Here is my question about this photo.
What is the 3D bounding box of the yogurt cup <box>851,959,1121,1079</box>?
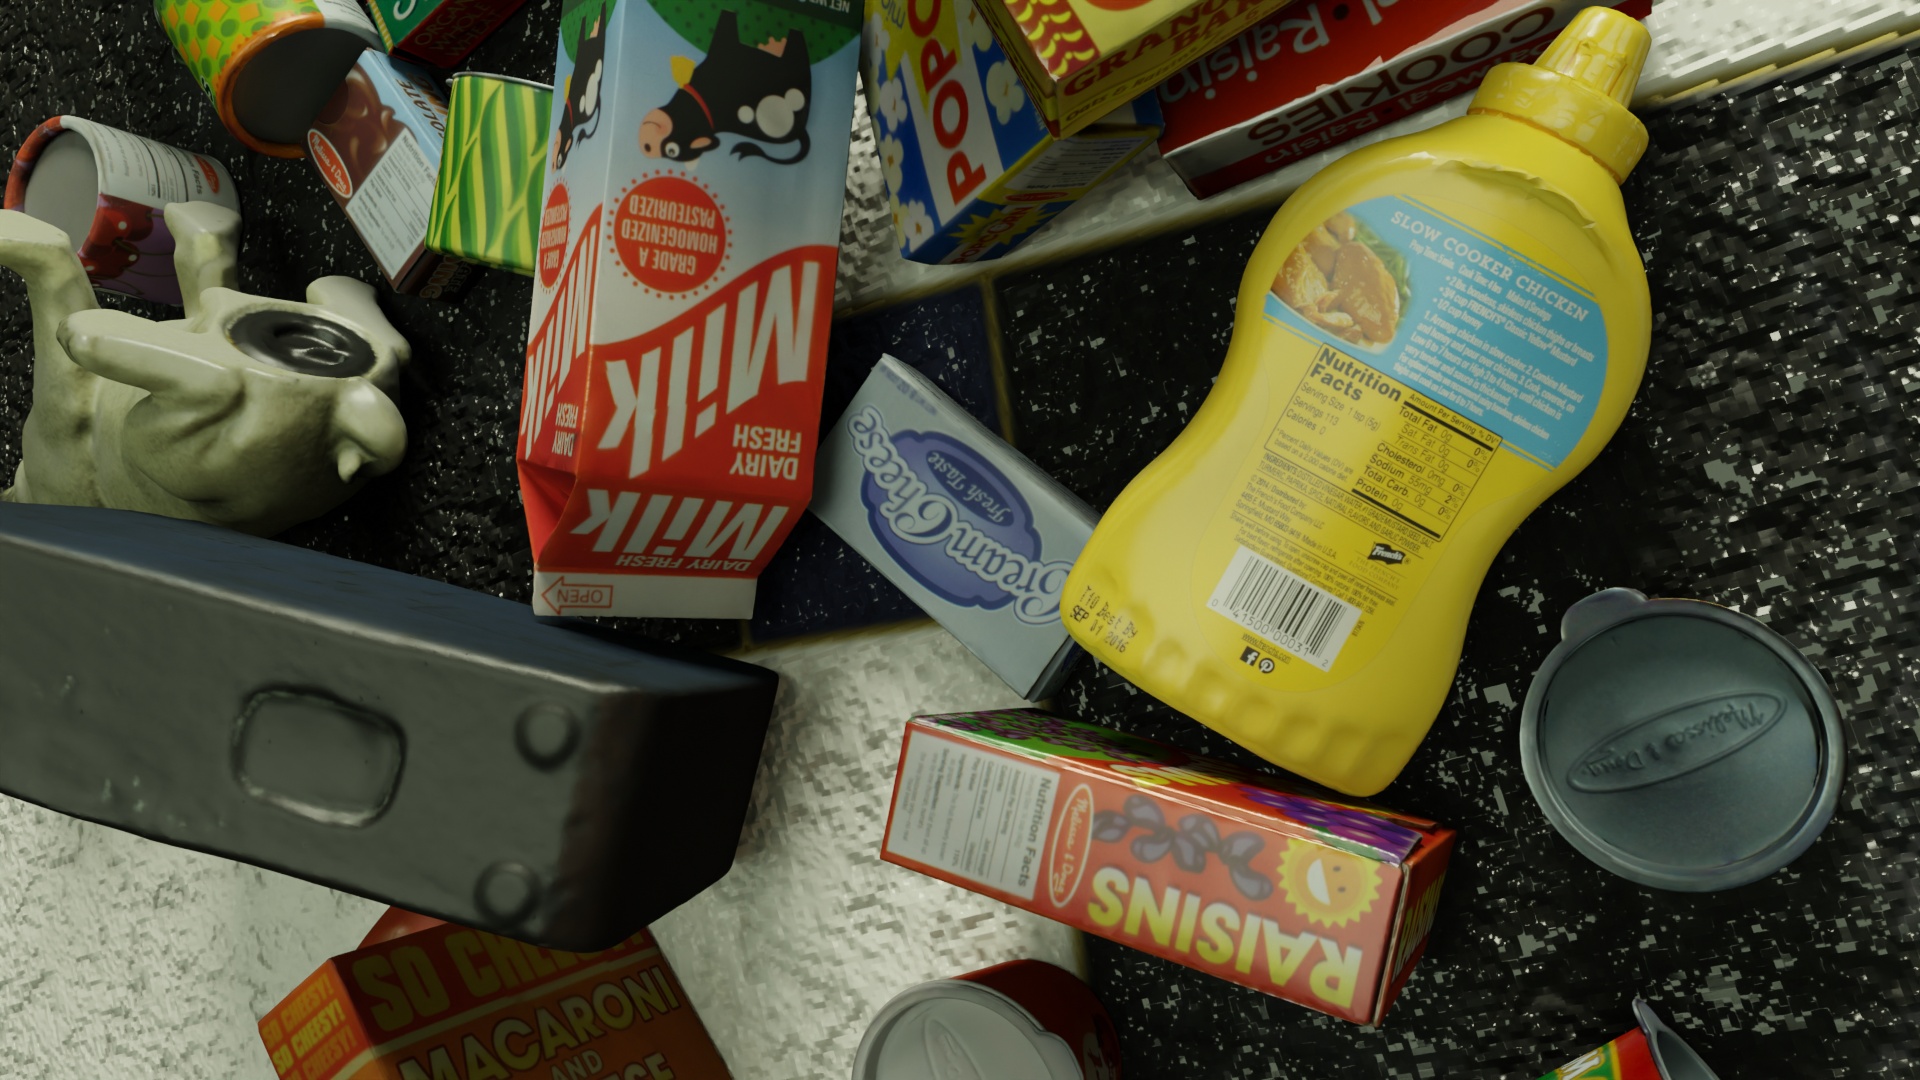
[{"bbox_3d":[0.011,0.151,0.389,0.072,0.054,0.072,-1,88,26],"label":"yogurt cup"}]

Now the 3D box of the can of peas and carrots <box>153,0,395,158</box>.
[{"bbox_3d":[-0.258,-0.186,0.522,0.070,0.071,0.059,-44,72,18],"label":"can of peas and carrots"}]

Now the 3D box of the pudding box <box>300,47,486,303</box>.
[{"bbox_3d":[-0.203,-0.135,0.515,0.049,0.030,0.084,-44,71,19],"label":"pudding box"}]

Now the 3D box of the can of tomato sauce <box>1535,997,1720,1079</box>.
[{"bbox_3d":[0.142,0.158,0.319,0.083,0.071,0.071,-39,73,21],"label":"can of tomato sauce"}]

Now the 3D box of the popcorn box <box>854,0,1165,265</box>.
[{"bbox_3d":[0.005,-0.152,0.390,0.085,0.038,0.127,-25,75,59],"label":"popcorn box"}]

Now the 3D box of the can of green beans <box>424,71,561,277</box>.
[{"bbox_3d":[-0.140,-0.118,0.464,0.071,0.071,0.057,15,96,25],"label":"can of green beans"}]

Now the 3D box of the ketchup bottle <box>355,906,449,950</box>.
[{"bbox_3d":[-0.188,0.157,0.491,0.065,0.043,0.148,30,101,23],"label":"ketchup bottle"}]

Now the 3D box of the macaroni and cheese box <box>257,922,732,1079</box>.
[{"bbox_3d":[-0.113,0.190,0.409,0.040,0.124,0.167,-41,72,18],"label":"macaroni and cheese box"}]

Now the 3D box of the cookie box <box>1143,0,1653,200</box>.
[{"bbox_3d":[0.094,-0.194,0.368,0.123,0.040,0.167,-18,80,24],"label":"cookie box"}]

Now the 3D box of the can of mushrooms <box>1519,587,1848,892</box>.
[{"bbox_3d":[0.168,0.044,0.328,0.071,0.033,0.071,0,89,26],"label":"can of mushrooms"}]

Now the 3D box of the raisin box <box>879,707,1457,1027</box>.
[{"bbox_3d":[0.055,0.076,0.353,0.123,0.086,0.040,13,90,26],"label":"raisin box"}]

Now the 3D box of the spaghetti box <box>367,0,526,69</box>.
[{"bbox_3d":[-0.114,-0.256,0.476,0.249,0.029,0.050,-31,76,22],"label":"spaghetti box"}]

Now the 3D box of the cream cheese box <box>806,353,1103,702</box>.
[{"bbox_3d":[0.001,-0.005,0.415,0.104,0.024,0.053,40,106,21],"label":"cream cheese box"}]

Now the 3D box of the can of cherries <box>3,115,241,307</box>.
[{"bbox_3d":[-0.342,-0.130,0.566,0.071,0.058,0.071,-1,88,25],"label":"can of cherries"}]

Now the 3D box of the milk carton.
[{"bbox_3d":[-0.085,-0.071,0.417,0.073,0.072,0.190,12,97,59],"label":"milk carton"}]

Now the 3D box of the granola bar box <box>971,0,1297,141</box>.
[{"bbox_3d":[0.033,-0.197,0.325,0.124,0.039,0.165,-31,81,3],"label":"granola bar box"}]
